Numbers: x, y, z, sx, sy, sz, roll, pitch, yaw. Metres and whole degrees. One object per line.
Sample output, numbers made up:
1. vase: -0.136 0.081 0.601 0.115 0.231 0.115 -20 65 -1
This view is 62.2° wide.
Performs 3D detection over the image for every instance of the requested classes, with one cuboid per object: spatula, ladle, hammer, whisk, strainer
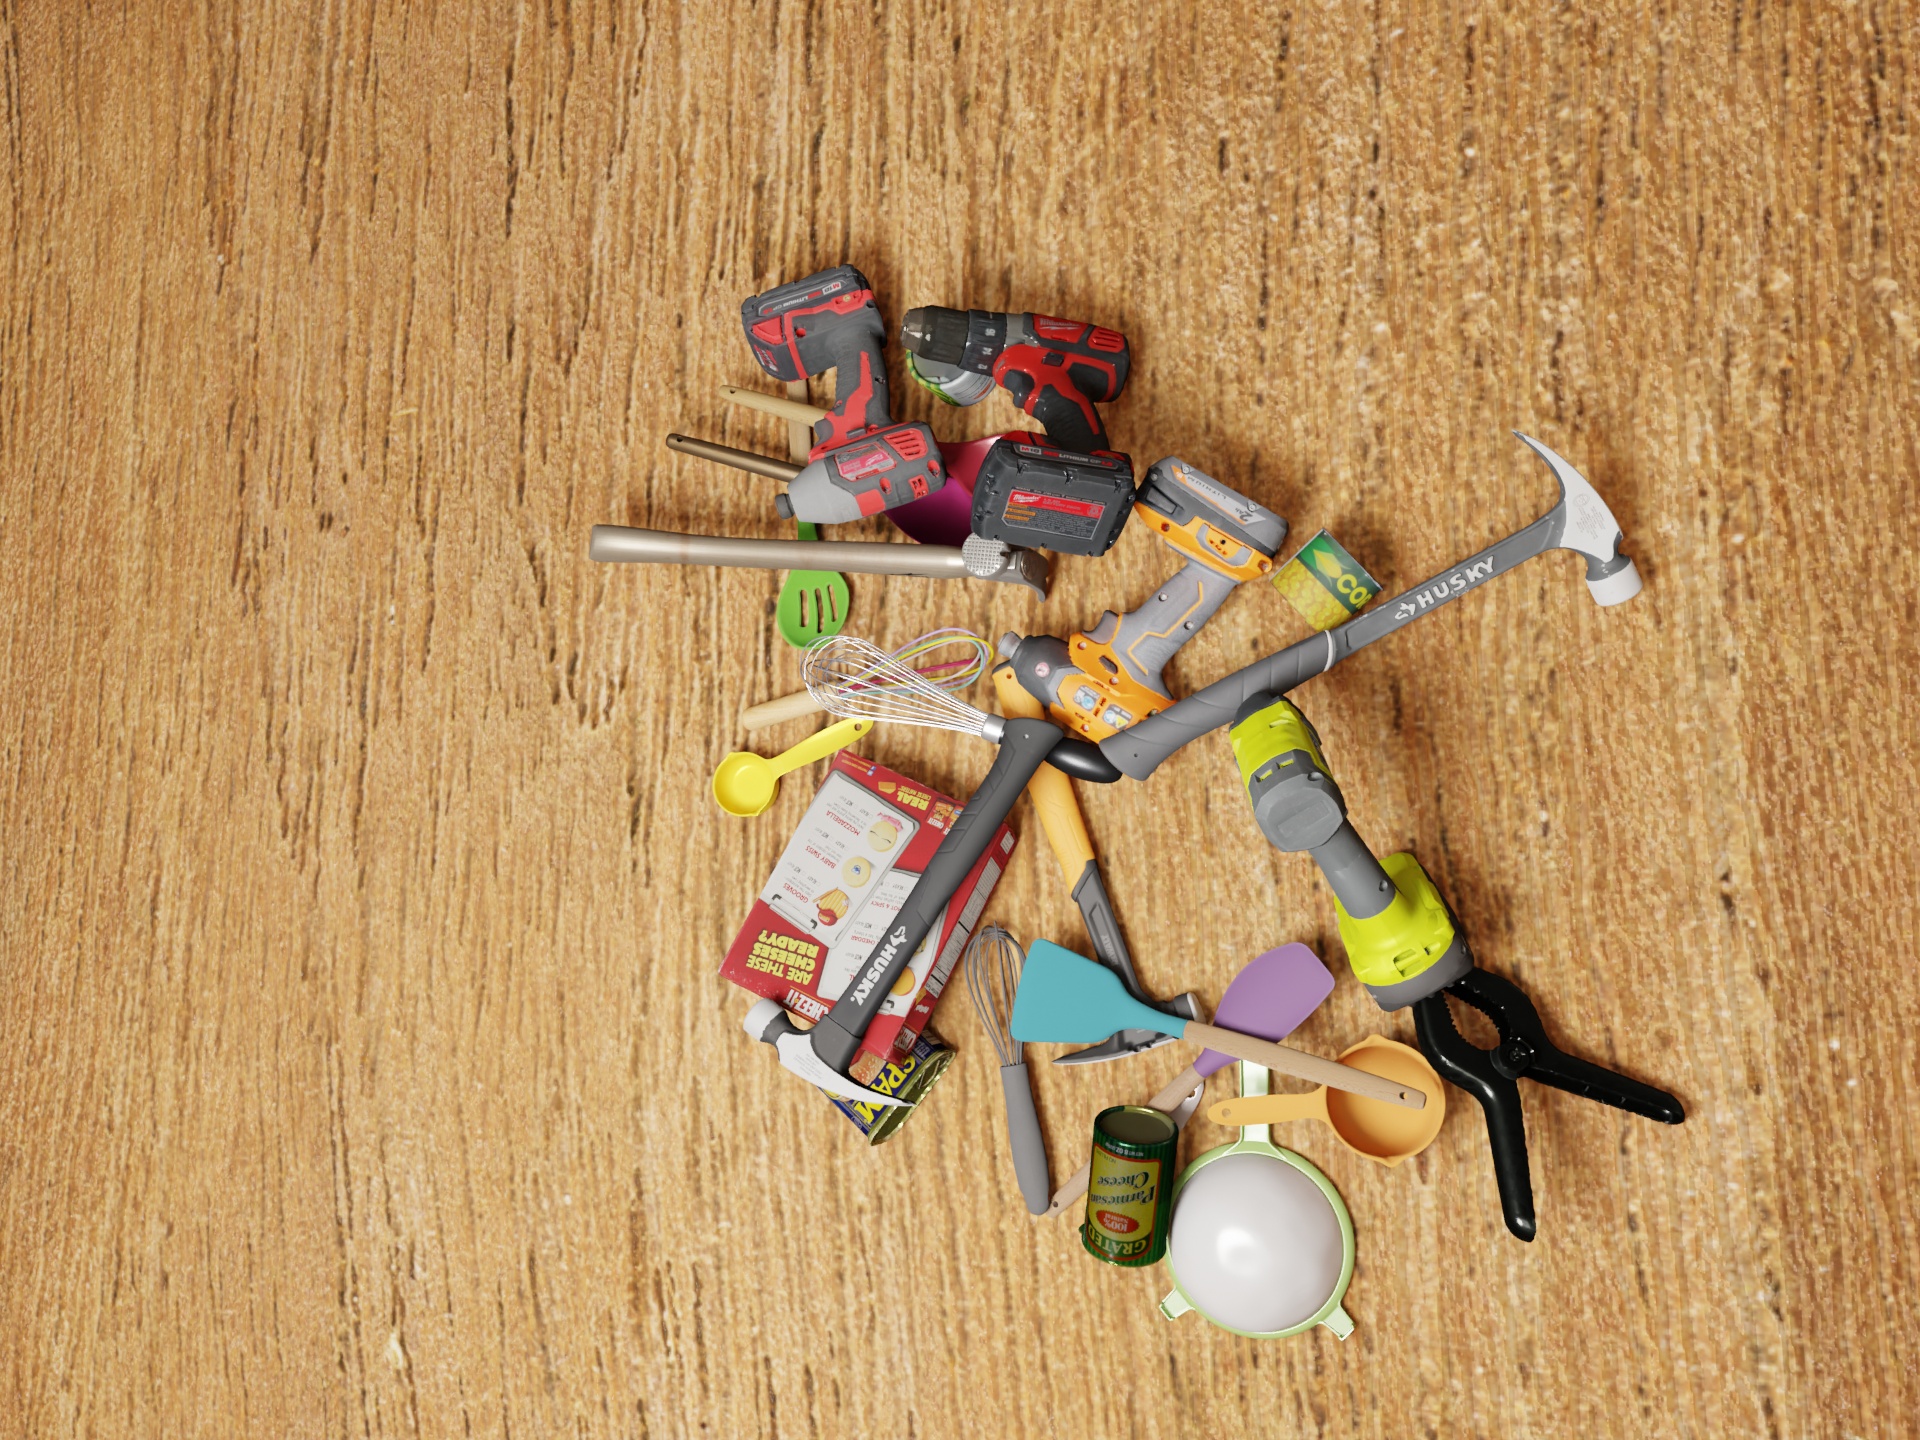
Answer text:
1. spatula: 0.191 0.242 1.201 0.318 0.044 0.082 11 83 30
2. ladle: -0.071 -0.247 1.378 0.315 0.031 0.069 18 74 16
3. hammer: -0.129 -0.138 1.345 0.411 0.146 0.038 5 87 22
4. whisk: 0.044 0.282 1.296 0.055 0.055 0.239 -12 84 19
5. whisk: -0.082 -0.028 1.375 0.245 0.047 0.051 -16 82 23
6. hammer: -0.021 0.141 1.232 0.146 0.035 0.335 32 86 22
7. strainer: 0.221 0.351 1.217 0.151 0.069 0.256 -1 87 20
8. hammer: 0.289 -0.066 1.189 0.409 0.036 0.149 -28 104 10
9. whisk: -0.002 -0.005 1.294 0.284 0.070 0.070 20 93 12
10. spatula: 0.169 0.288 1.247 0.316 0.018 0.060 -49 63 19
11. hammer: 0.086 0.110 1.304 0.127 0.034 0.337 -22 79 16

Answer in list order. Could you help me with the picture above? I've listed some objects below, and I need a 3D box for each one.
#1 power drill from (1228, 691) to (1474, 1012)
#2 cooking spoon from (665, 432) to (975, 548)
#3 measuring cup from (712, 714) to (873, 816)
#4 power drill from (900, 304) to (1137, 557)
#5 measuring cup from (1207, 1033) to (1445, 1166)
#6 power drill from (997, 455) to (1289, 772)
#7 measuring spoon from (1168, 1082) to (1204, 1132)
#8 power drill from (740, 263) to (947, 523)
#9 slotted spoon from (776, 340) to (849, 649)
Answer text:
1. power drill: 0.272 0.085 1.143 0.080 0.171 0.223 -32 113 15
2. cooking spoon: -0.111 -0.206 1.386 0.319 0.017 0.069 17 76 11
3. measuring cup: -0.144 0.036 1.404 0.156 0.029 0.062 -26 77 4
4. power drill: 0.045 -0.242 1.242 0.188 0.080 0.227 9 49 -11
5. measuring cup: 0.275 0.290 1.201 0.173 0.052 0.095 -8 75 13
6. power drill: 0.141 -0.093 1.266 0.164 0.084 0.226 31 100 9
7. measuring spoon: 0.157 0.336 1.269 0.034 0.018 0.124 34 98 19
8. power drill: -0.108 -0.265 1.340 0.143 0.078 0.220 -20 65 1
9. slotted spoon: -0.138 -0.215 1.415 0.070 0.031 0.314 -7 82 19
